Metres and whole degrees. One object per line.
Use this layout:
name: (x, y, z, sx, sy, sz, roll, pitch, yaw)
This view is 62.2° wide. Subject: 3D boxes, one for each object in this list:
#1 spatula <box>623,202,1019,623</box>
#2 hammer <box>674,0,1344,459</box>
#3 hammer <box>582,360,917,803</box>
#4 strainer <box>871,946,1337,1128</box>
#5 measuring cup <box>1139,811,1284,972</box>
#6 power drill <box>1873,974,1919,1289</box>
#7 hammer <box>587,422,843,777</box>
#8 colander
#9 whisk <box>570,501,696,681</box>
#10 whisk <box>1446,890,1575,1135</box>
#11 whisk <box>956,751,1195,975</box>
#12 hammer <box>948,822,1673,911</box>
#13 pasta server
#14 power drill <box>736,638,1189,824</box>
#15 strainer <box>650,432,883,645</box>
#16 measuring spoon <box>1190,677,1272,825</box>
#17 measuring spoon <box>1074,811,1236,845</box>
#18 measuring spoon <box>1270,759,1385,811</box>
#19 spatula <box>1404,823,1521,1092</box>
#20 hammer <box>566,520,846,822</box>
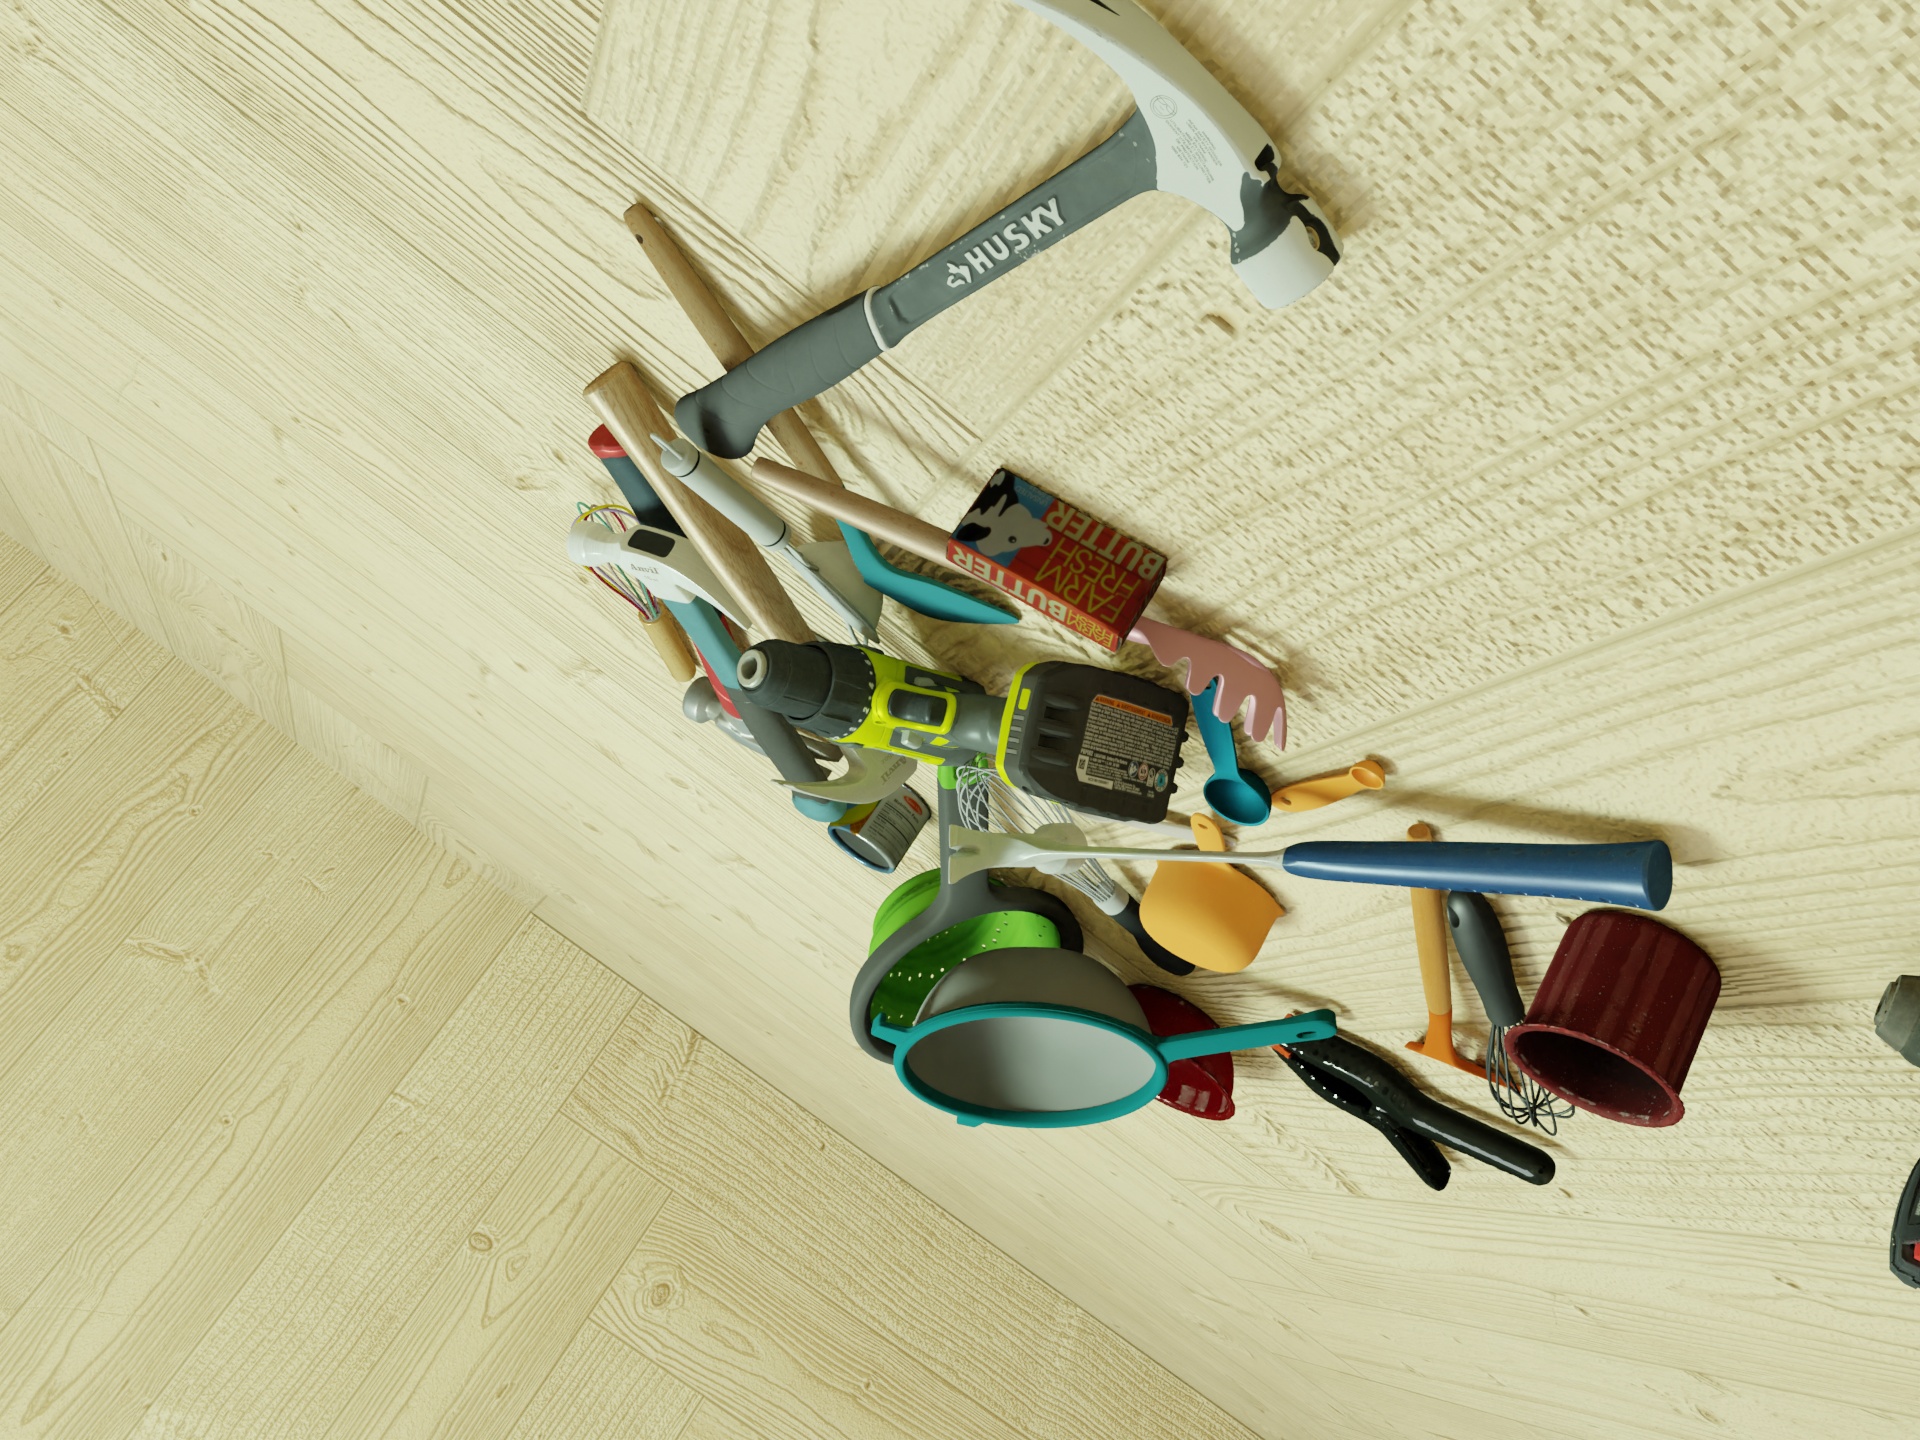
spatula: (-0.080, -0.155, 0.887, 0.082, 0.044, 0.317, 7, 140, 50)
hammer: (-0.029, -0.186, 0.700, 0.149, 0.036, 0.409, 45, 151, -21)
hammer: (-0.130, -0.080, 1.014, 0.031, 0.130, 0.331, 4, 135, 54)
strainer: (0.115, 0.223, 1.224, 0.340, 0.095, 0.210, -12, 140, 18)
measuring cup: (0.156, 0.114, 1.042, 0.095, 0.052, 0.173, 22, 161, 23)
power drill: (0.506, 0.206, 0.740, 0.188, 0.080, 0.226, 23, 152, 25)
hammer: (-0.178, -0.080, 1.150, 0.143, 0.038, 0.386, 25, 156, 19)
colander: (-0.009, 0.131, 1.266, 0.396, 0.204, 0.095, 89, 159, -45)
whisk: (-0.246, -0.092, 1.213, 0.051, 0.047, 0.244, 25, 159, 18)
whisk: (0.330, 0.177, 0.960, 0.055, 0.055, 0.238, 12, 145, 42)
whisk: (0.089, 0.111, 1.143, 0.070, 0.070, 0.284, 5, 149, 50)
hammer: (0.171, 0.078, 0.878, 0.405, 0.035, 0.144, -1, 177, 39)
pasta server: (0.031, -0.066, 0.839, 0.316, 0.040, 0.060, 24, -175, 4)
power drill: (-0.001, -0.003, 0.934, 0.229, 0.080, 0.190, 10, 177, 41)
strainer: (-0.102, -0.106, 0.921, 0.087, 0.050, 0.258, 40, -178, 31)
measuring spoon: (0.153, 0.010, 0.912, 0.042, 0.021, 0.128, 10, 139, 34)
measuring spoon: (0.127, 0.063, 1.055, 0.124, 0.018, 0.034, 12, 160, 30)
measuring spoon: (0.206, 0.037, 0.898, 0.021, 0.011, 0.117, 37, 161, -7)
spatula: (0.301, 0.158, 0.993, 0.081, 0.041, 0.322, 18, 149, 33)
hammer: (-0.156, -0.023, 1.149, 0.128, 0.033, 0.330, 12, 150, 27)
